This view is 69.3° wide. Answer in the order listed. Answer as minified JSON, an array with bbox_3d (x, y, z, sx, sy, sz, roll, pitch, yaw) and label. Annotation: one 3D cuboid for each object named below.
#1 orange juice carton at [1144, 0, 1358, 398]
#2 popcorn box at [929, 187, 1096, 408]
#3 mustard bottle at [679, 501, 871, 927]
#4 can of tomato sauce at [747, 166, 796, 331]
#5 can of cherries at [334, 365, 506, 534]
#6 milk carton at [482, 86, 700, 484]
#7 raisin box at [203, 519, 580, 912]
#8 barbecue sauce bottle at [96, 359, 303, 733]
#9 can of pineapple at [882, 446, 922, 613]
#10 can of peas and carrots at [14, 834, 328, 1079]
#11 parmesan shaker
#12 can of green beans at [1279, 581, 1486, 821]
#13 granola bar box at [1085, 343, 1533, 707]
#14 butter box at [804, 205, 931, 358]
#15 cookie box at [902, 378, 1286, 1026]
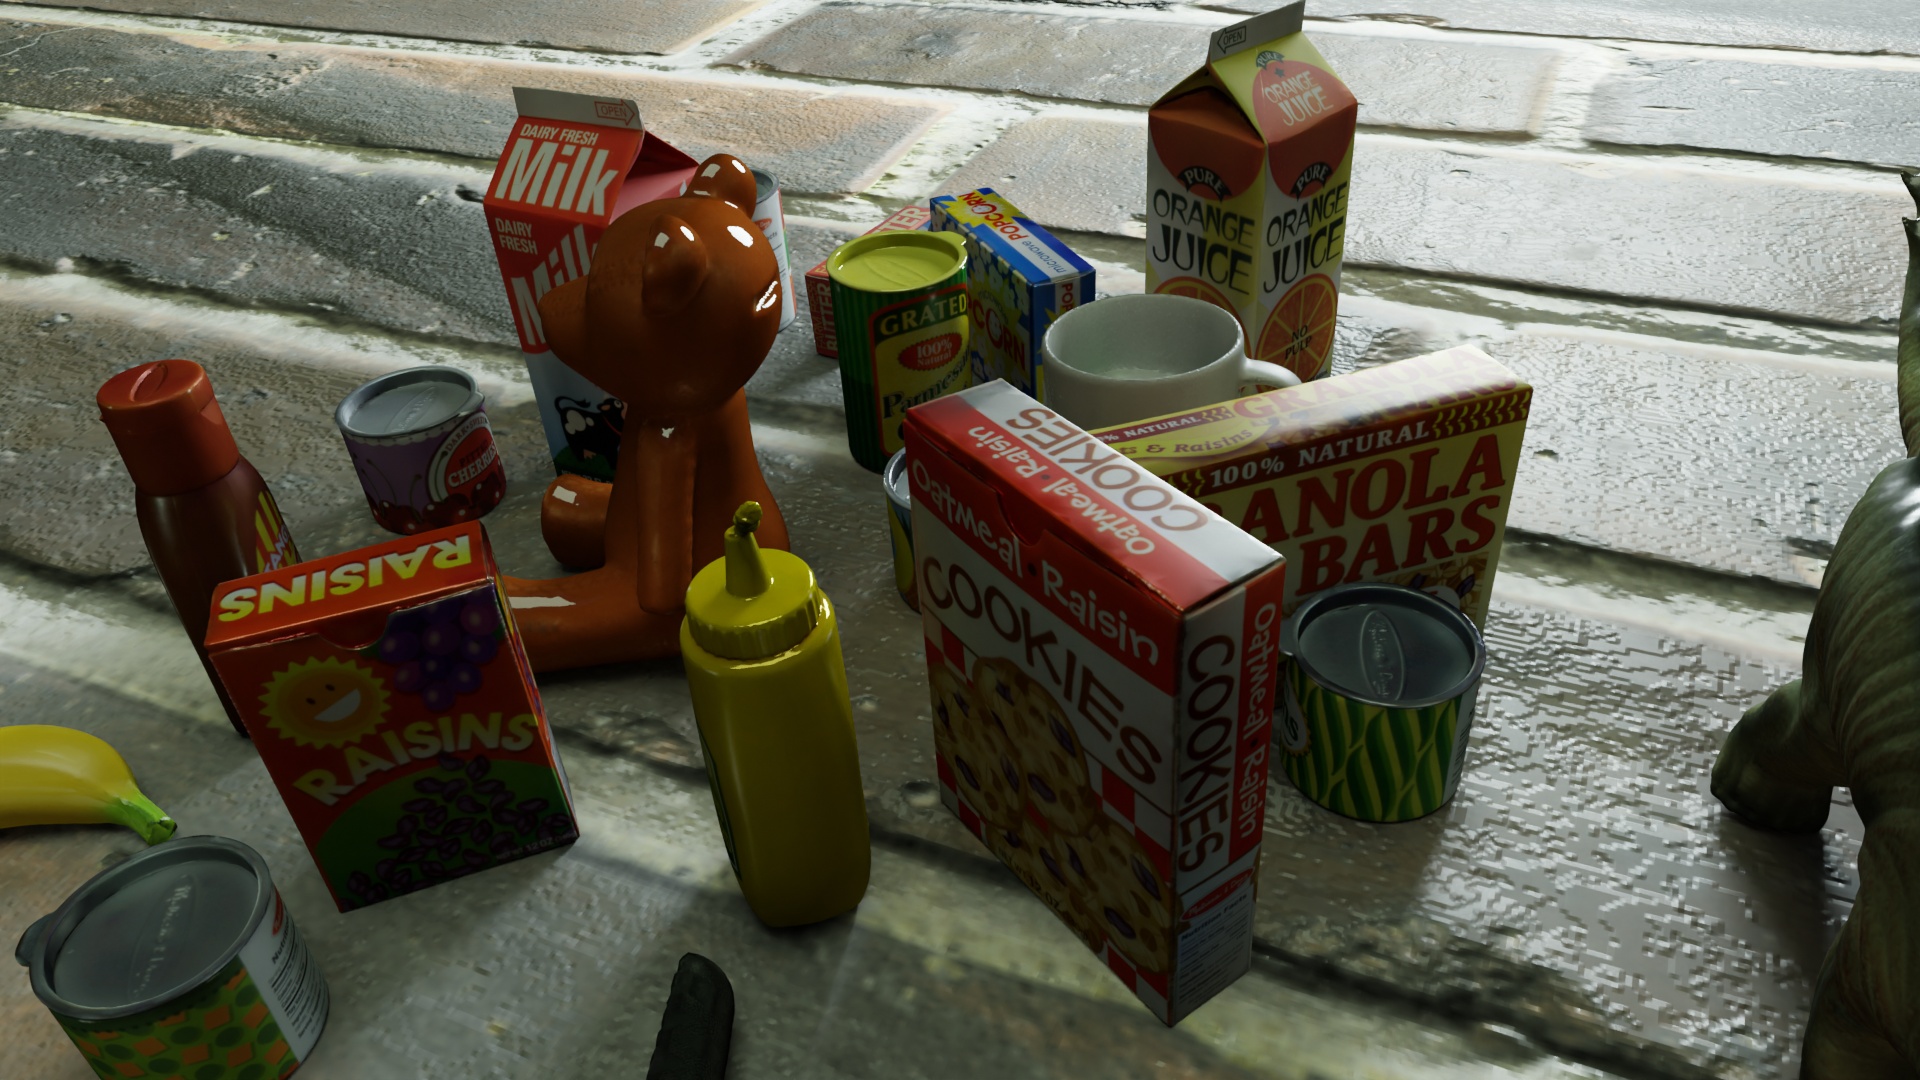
[{"bbox_3d":[0.141,-0.161,0.682,0.072,0.191,0.073,-30,43,-31],"label":"orange juice carton"},{"bbox_3d":[0.027,-0.124,0.735,0.038,0.084,0.127,-18,38,-17],"label":"popcorn box"},{"bbox_3d":[-0.060,0.052,0.439,0.049,0.159,0.065,-13,37,-12],"label":"mustard bottle"},{"bbox_3d":[-0.134,-0.168,0.813,0.071,0.082,0.071,-3,36,2],"label":"can of tomato sauce"},{"bbox_3d":[-0.259,-0.044,0.677,0.071,0.058,0.072,-3,36,2],"label":"can of cherries"},{"bbox_3d":[-0.162,-0.118,0.657,0.072,0.189,0.074,13,39,22],"label":"milk carton"},{"bbox_3d":[-0.187,0.061,0.471,0.086,0.122,0.040,-15,37,-14],"label":"raisin box"},{"bbox_3d":[-0.286,0.003,0.540,0.044,0.147,0.065,-9,36,-6],"label":"barbecue sauce bottle"},{"bbox_3d":[0.002,-0.008,0.601,0.071,0.057,0.071,-3,36,2],"label":"can of pineapple"},{"bbox_3d":[-0.240,0.136,0.428,0.071,0.058,0.071,-3,36,2],"label":"can of peas and carrots"},{"bbox_3d":[-0.025,-0.092,0.681,0.071,0.102,0.072,-3,36,2],"label":"parmesan shaker"},{"bbox_3d":[0.149,0.057,0.497,0.071,0.057,0.071,-3,36,2],"label":"can of green beans"},{"bbox_3d":[0.120,0.004,0.517,0.166,0.123,0.039,-13,37,-12],"label":"granola bar box"},{"bbox_3d":[-0.048,-0.150,0.805,0.024,0.052,0.104,18,42,28],"label":"butter box"},{"bbox_3d":[0.037,0.049,0.427,0.040,0.166,0.123,-25,41,-26],"label":"cookie box"}]
